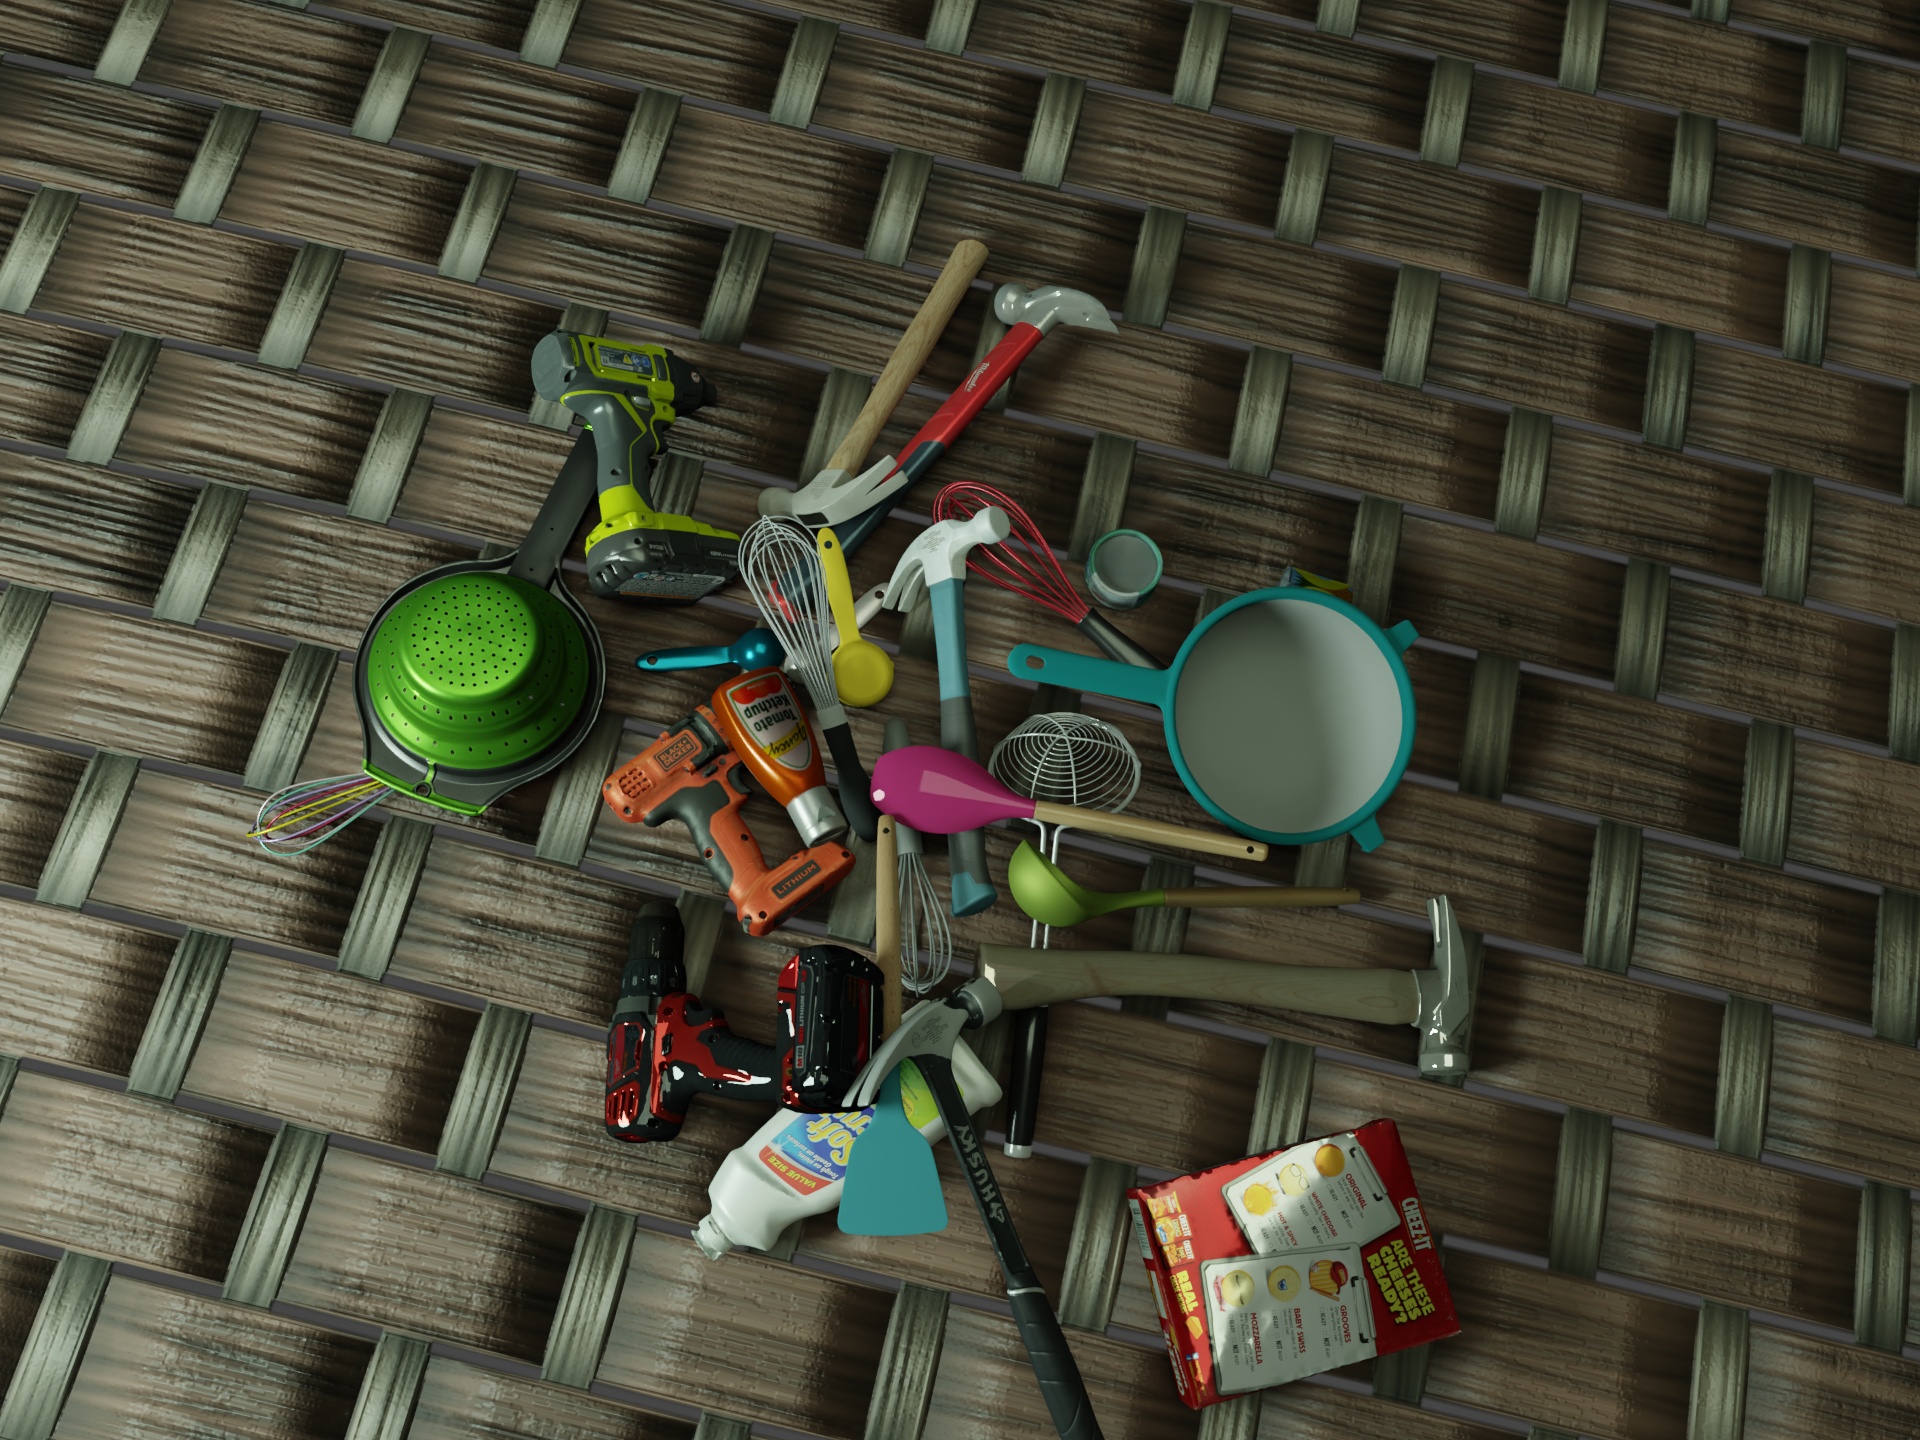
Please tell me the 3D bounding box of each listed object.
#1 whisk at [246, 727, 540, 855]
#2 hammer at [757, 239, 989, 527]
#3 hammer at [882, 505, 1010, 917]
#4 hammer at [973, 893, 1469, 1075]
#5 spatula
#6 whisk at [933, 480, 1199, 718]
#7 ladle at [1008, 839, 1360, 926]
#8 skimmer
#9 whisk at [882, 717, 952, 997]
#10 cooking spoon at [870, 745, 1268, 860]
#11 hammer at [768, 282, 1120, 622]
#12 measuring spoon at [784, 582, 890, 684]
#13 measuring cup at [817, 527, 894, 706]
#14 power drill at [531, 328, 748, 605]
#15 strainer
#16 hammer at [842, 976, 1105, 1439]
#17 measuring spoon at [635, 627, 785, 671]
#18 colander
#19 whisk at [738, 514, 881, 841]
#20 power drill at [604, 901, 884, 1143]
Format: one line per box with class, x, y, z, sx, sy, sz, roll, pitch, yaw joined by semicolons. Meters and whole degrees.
whisk;-0.464;0.048;1.307;0.245;0.047;0.051;-23;75;-13
hammer;-0.055;-0.306;1.421;0.130;0.031;0.331;8;60;39
hammer;-0.002;-0.004;1.321;0.033;0.128;0.331;8;73;-47
hammer;0.213;0.199;1.273;0.410;0.038;0.146;6;71;-12
spatula;-0.055;0.227;1.221;0.082;0.044;0.318;-3;68;3
whisk;0.093;-0.103;1.380;0.296;0.073;0.073;42;75;2
ladle;0.187;0.131;1.271;0.320;0.078;0.062;2;114;-22
skimmer;0.071;0.169;1.309;0.127;0.090;0.363;5;83;10
whisk;-0.043;0.109;1.311;0.055;0.055;0.239;-5;69;-5
cooking spoon;0.085;0.075;1.263;0.319;0.017;0.069;10;85;5
hammer;-0.023;-0.233;1.390;0.386;0.038;0.143;-50;42;-11
measuring spoon;-0.104;-0.080;1.379;0.034;0.018;0.124;43;75;9
measuring cup;-0.096;-0.086;1.345;0.062;0.029;0.156;-15;100;-8
power drill;-0.262;-0.217;1.356;0.171;0.080;0.223;1;69;-46
strainer;0.202;-0.014;1.328;0.340;0.095;0.211;11;85;-4
hammer;0.038;0.405;1.171;0.149;0.036;0.409;-24;93;-41
measuring spoon;-0.215;-0.058;1.363;0.128;0.021;0.042;-6;74;-6
colander;-0.365;-0.122;1.318;0.204;0.094;0.397;21;67;-2
whisk;-0.116;-0.033;1.313;0.070;0.070;0.284;-19;95;-9
power drill;-0.174;0.221;1.217;0.227;0.080;0.188;-12;65;27
